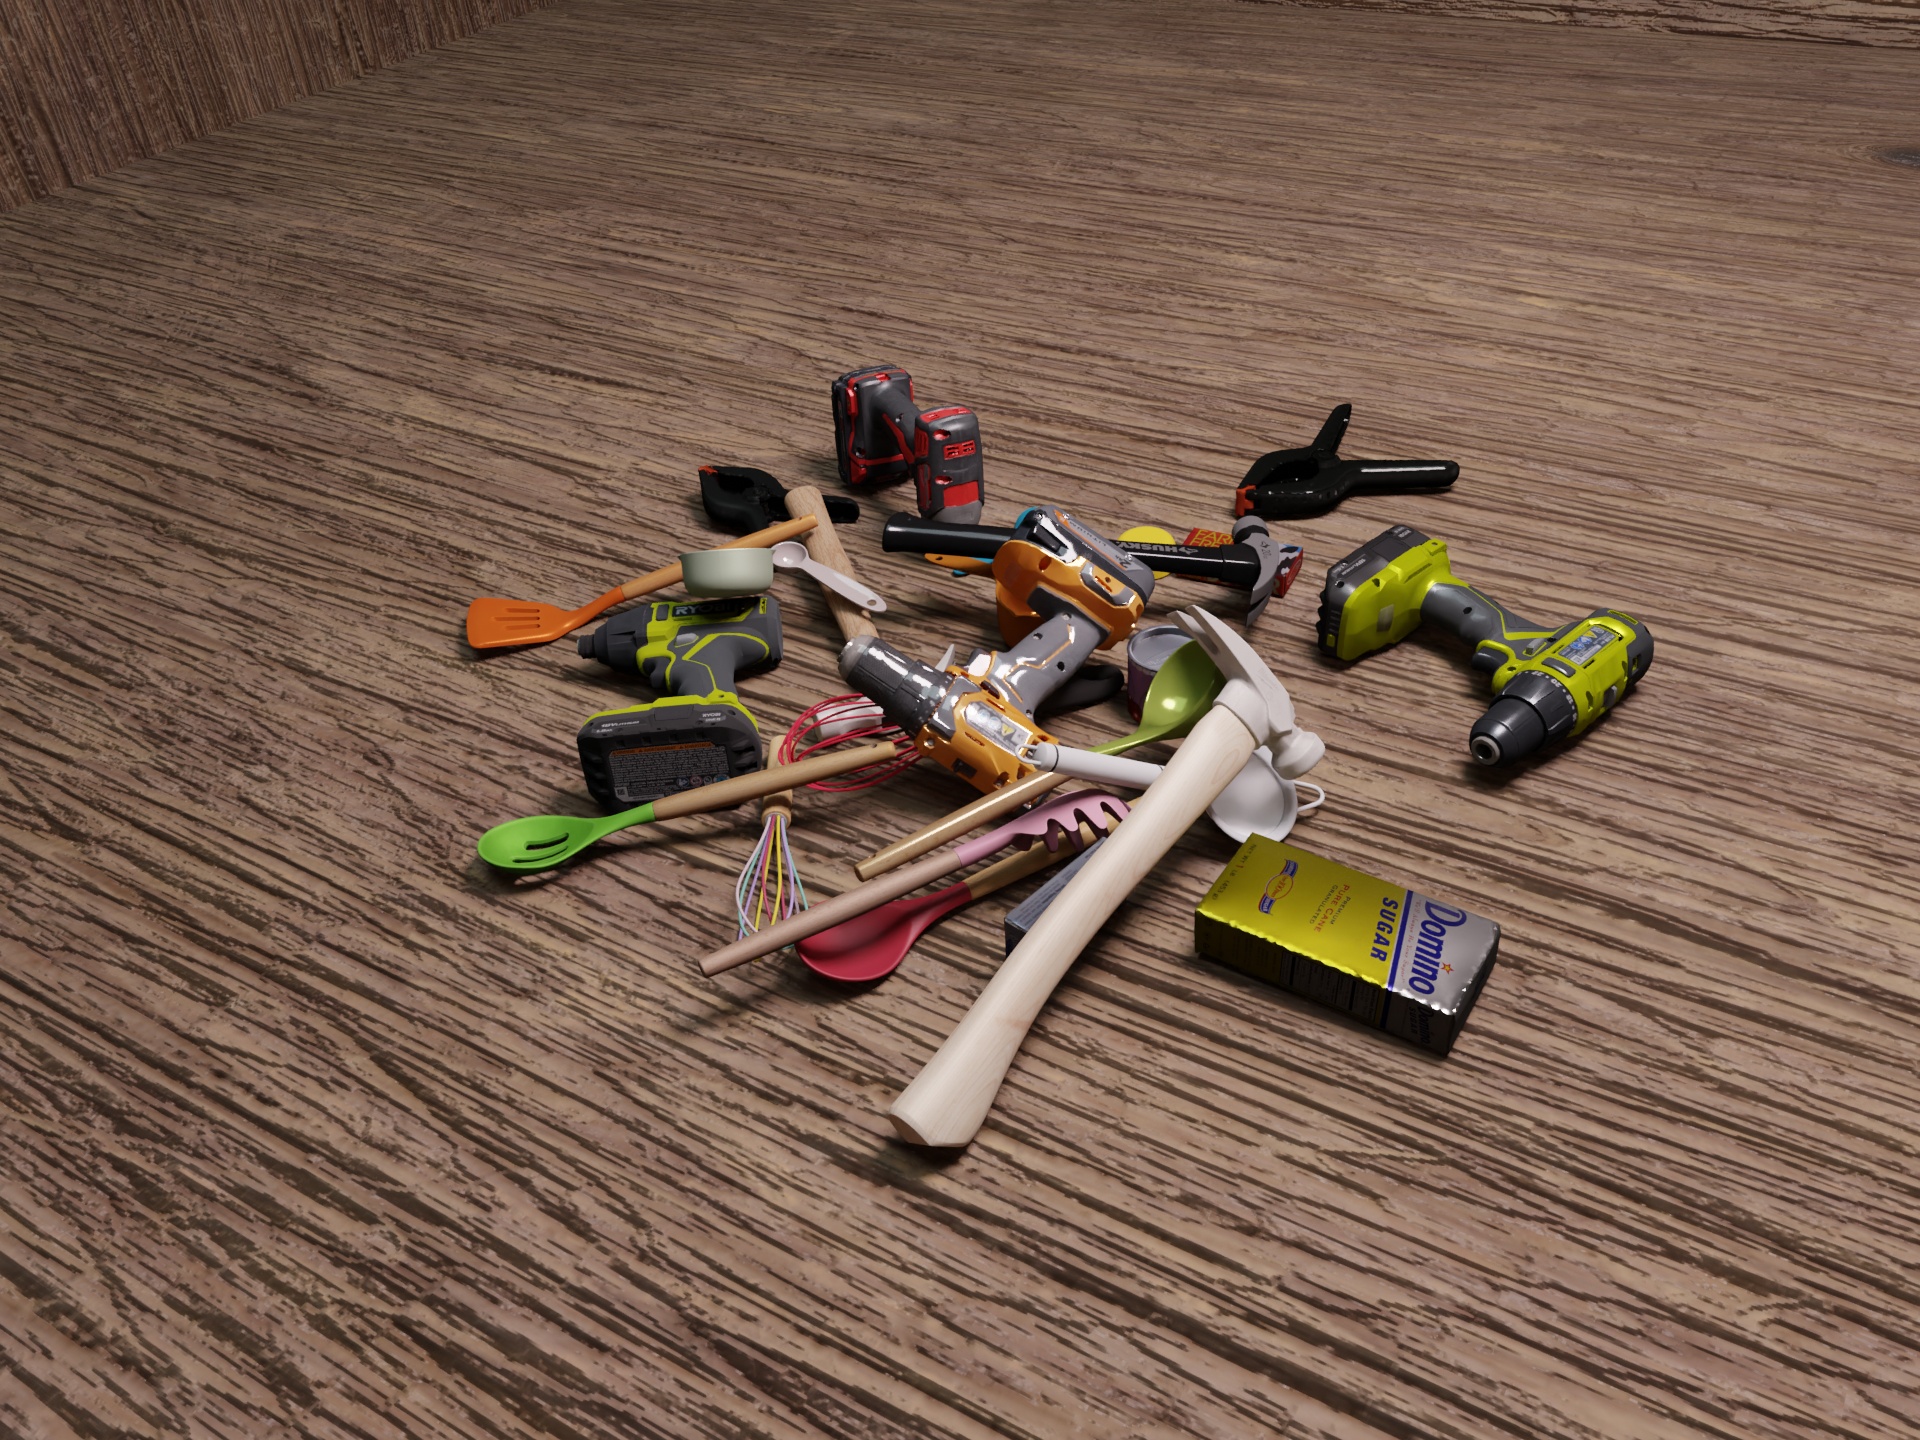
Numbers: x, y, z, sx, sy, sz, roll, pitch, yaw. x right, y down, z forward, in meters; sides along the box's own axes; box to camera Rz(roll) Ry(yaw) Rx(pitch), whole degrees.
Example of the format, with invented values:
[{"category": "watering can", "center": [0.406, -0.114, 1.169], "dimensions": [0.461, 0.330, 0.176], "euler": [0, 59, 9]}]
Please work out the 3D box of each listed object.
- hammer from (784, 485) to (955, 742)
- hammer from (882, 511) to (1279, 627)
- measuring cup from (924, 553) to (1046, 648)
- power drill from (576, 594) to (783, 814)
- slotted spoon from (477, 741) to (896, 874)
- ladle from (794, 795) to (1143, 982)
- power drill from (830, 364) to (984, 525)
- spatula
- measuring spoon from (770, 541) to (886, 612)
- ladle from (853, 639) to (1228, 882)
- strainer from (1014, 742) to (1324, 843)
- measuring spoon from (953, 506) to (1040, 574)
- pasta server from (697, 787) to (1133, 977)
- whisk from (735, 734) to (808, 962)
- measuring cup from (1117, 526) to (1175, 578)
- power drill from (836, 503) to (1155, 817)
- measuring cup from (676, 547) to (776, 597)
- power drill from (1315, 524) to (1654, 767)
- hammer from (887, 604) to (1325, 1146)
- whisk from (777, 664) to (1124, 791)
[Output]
[{"category": "hammer", "center": [-0.097, -0.105, 1.383], "dimensions": [0.130, 0.031, 0.332], "euler": [-12, 44, -12]}, {"category": "hammer", "center": [0.102, -0.140, 1.337], "dimensions": [0.334, 0.035, 0.146], "euler": [5, 33, 0]}, {"category": "measuring cup", "center": [0.041, -0.103, 1.371], "dimensions": [0.174, 0.052, 0.095], "euler": [20, 44, 32]}, {"category": "power drill", "center": [-0.233, -0.023, 1.281], "dimensions": [0.171, 0.080, 0.223], "euler": [-5, 34, -1]}, {"category": "slotted spoon", "center": [-0.199, 0.062, 1.168], "dimensions": [0.314, 0.031, 0.070], "euler": [-15, 30, 2]}, {"category": "ladle", "center": [0.025, 0.108, 1.118], "dimensions": [0.315, 0.031, 0.069], "euler": [-22, 57, -24]}, {"category": "power drill", "center": [-0.044, -0.246, 1.502], "dimensions": [0.078, 0.143, 0.220], "euler": [-16, 32, -20]}, {"category": "spatula", "center": [-0.282, -0.129, 1.422], "dimensions": [0.322, 0.041, 0.081], "euler": [-21, 38, 1]}, {"category": "measuring spoon", "center": [-0.114, -0.118, 1.368], "dimensions": [0.124, 0.018, 0.034], "euler": [30, 52, 22]}, {"category": "ladle", "center": [0.061, 0.028, 1.116], "dimensions": [0.320, 0.062, 0.078], "euler": [-25, 13, -22]}, {"category": "strainer", "center": [0.144, 0.042, 1.112], "dimensions": [0.258, 0.050, 0.087], "euler": [11, 61, -31]}, {"category": "measuring spoon", "center": [0.041, -0.169, 1.477], "dimensions": [0.128, 0.021, 0.042], "euler": [-32, 45, -32]}, {"category": "pasta server", "center": [-0.023, 0.110, 1.063], "dimensions": [0.316, 0.060, 0.040], "euler": [-22, 76, -19]}, {"category": "whisk", "center": [-0.133, 0.085, 1.156], "dimensions": [0.051, 0.047, 0.245], "euler": [-6, 34, 1]}, {"category": "measuring cup", "center": [0.118, -0.155, 1.443], "dimensions": [0.156, 0.029, 0.062], "euler": [3, 38, 7]}, {"category": "power drill", "center": [0.028, -0.060, 1.211], "dimensions": [0.185, 0.084, 0.226], "euler": [33, 61, -1]}, {"category": "measuring cup", "center": [-0.192, -0.122, 1.363], "dimensions": [0.083, 0.038, 0.167], "euler": [-4, 0, 1]}, {"category": "power drill", "center": [0.396, -0.056, 1.248], "dimensions": [0.190, 0.080, 0.229], "euler": [-31, 47, -30]}, {"category": "hammer", "center": [0.085, 0.100, 1.025], "dimensions": [0.411, 0.146, 0.038], "euler": [-47, 13, -28]}, {"category": "whisk", "center": [-0.002, -0.004, 1.246], "dimensions": [0.295, 0.073, 0.073], "euler": [-14, 38, -21]}]
